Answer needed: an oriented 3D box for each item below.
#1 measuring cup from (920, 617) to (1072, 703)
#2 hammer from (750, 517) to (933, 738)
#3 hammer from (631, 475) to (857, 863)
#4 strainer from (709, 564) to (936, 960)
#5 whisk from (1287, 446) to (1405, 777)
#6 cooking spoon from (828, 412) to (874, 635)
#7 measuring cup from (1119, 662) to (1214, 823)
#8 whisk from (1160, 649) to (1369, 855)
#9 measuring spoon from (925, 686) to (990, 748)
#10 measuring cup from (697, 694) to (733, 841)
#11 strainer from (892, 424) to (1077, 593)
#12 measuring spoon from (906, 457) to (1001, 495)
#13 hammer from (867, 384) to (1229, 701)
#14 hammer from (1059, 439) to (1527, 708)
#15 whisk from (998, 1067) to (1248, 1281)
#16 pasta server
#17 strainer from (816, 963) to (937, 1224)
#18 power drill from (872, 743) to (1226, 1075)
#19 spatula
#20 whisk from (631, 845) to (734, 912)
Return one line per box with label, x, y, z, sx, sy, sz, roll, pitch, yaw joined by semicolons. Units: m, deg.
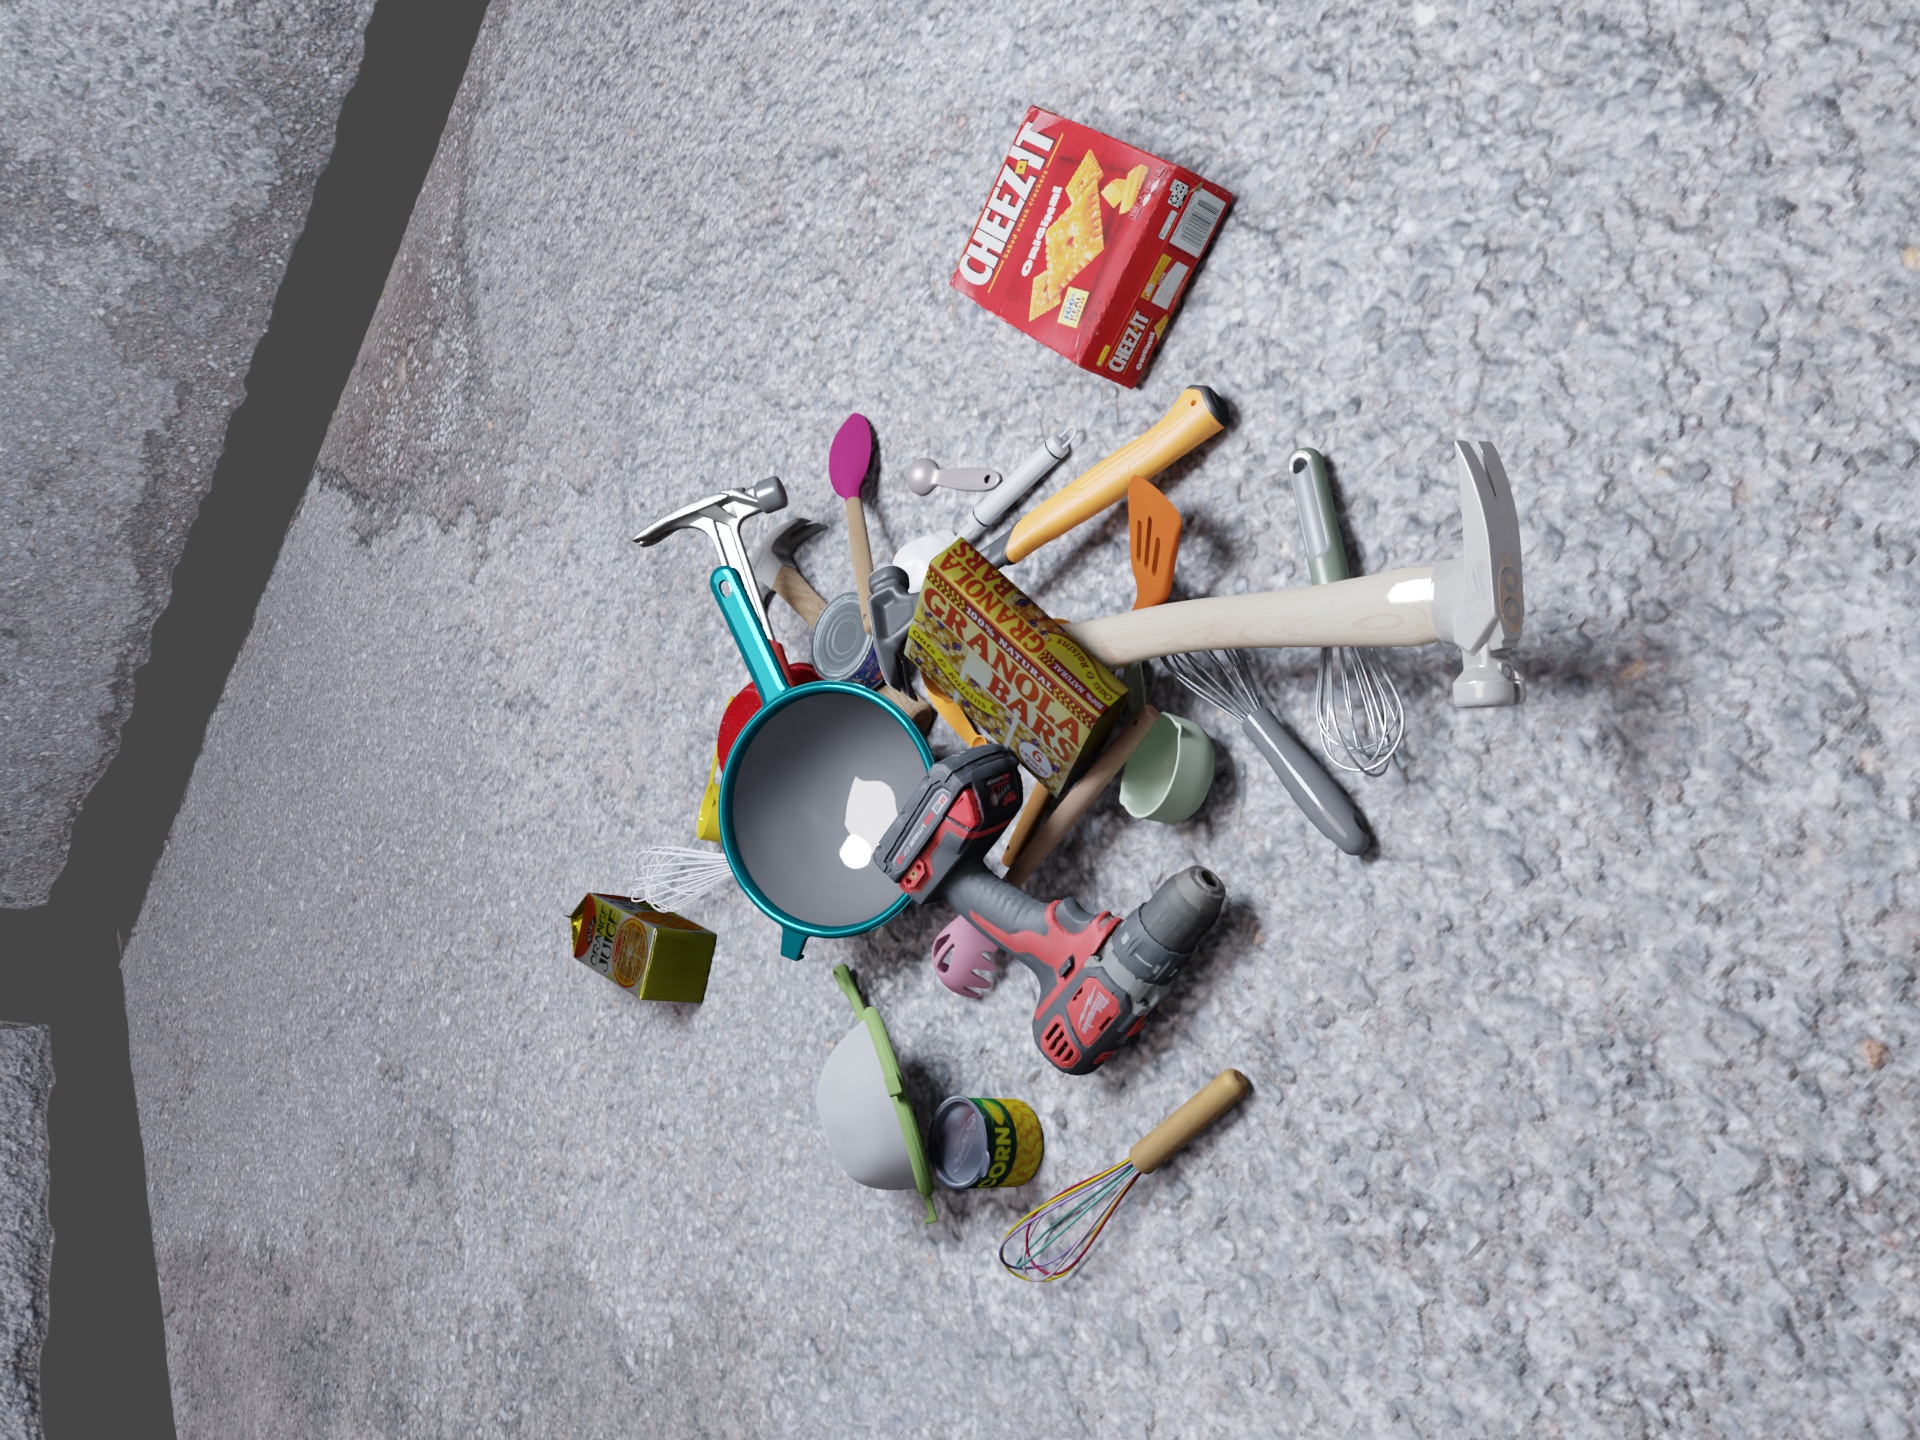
measuring cup;0.041;-0.059;1.266;0.174;0.052;0.095;-6;76;47
hammer;-0.115;-0.083;1.472;0.332;0.031;0.130;45;115;45
hammer;-0.180;-0.038;1.446;0.149;0.036;0.359;-21;78;8
strainer;-0.119;0.019;1.355;0.211;0.095;0.340;-32;74;21
whisk;0.243;-0.076;1.033;0.058;0.059;0.247;-30;54;39
cooking spoon;-0.094;-0.181;1.429;0.068;0.017;0.319;-49;33;29
measuring cup;0.145;0.003;1.145;0.083;0.038;0.168;-57;26;38
whisk;0.200;0.002;1.069;0.055;0.055;0.239;-54;50;26
measuring spoon;-0.002;-0.004;1.337;0.021;0.011;0.117;-60;39;20
measuring cup;-0.233;0.048;1.587;0.062;0.029;0.157;137;145;-59
strainer;0.008;-0.166;1.343;0.258;0.050;0.087;-40;38;32
measuring spoon;-0.010;-0.214;1.390;0.124;0.018;0.034;13;90;50
hammer;0.063;-0.144;1.220;0.337;0.034;0.127;-33;48;27
hammer;0.175;-0.072;1.018;0.411;0.038;0.146;-4;90;54
whisk;0.113;0.318;1.098;0.245;0.051;0.047;-48;69;26
pasta server;0.060;0.102;1.191;0.316;0.040;0.060;-54;45;32
strainer;-0.090;0.281;1.279;0.257;0.069;0.151;-124;19;-59
power drill;0.065;0.117;1.121;0.227;0.080;0.187;46;122;18
spatula;0.093;-0.024;1.190;0.322;0.041;0.081;-65;32;22
whisk;-0.224;0.142;1.530;0.284;0.070;0.070;-15;70;42
